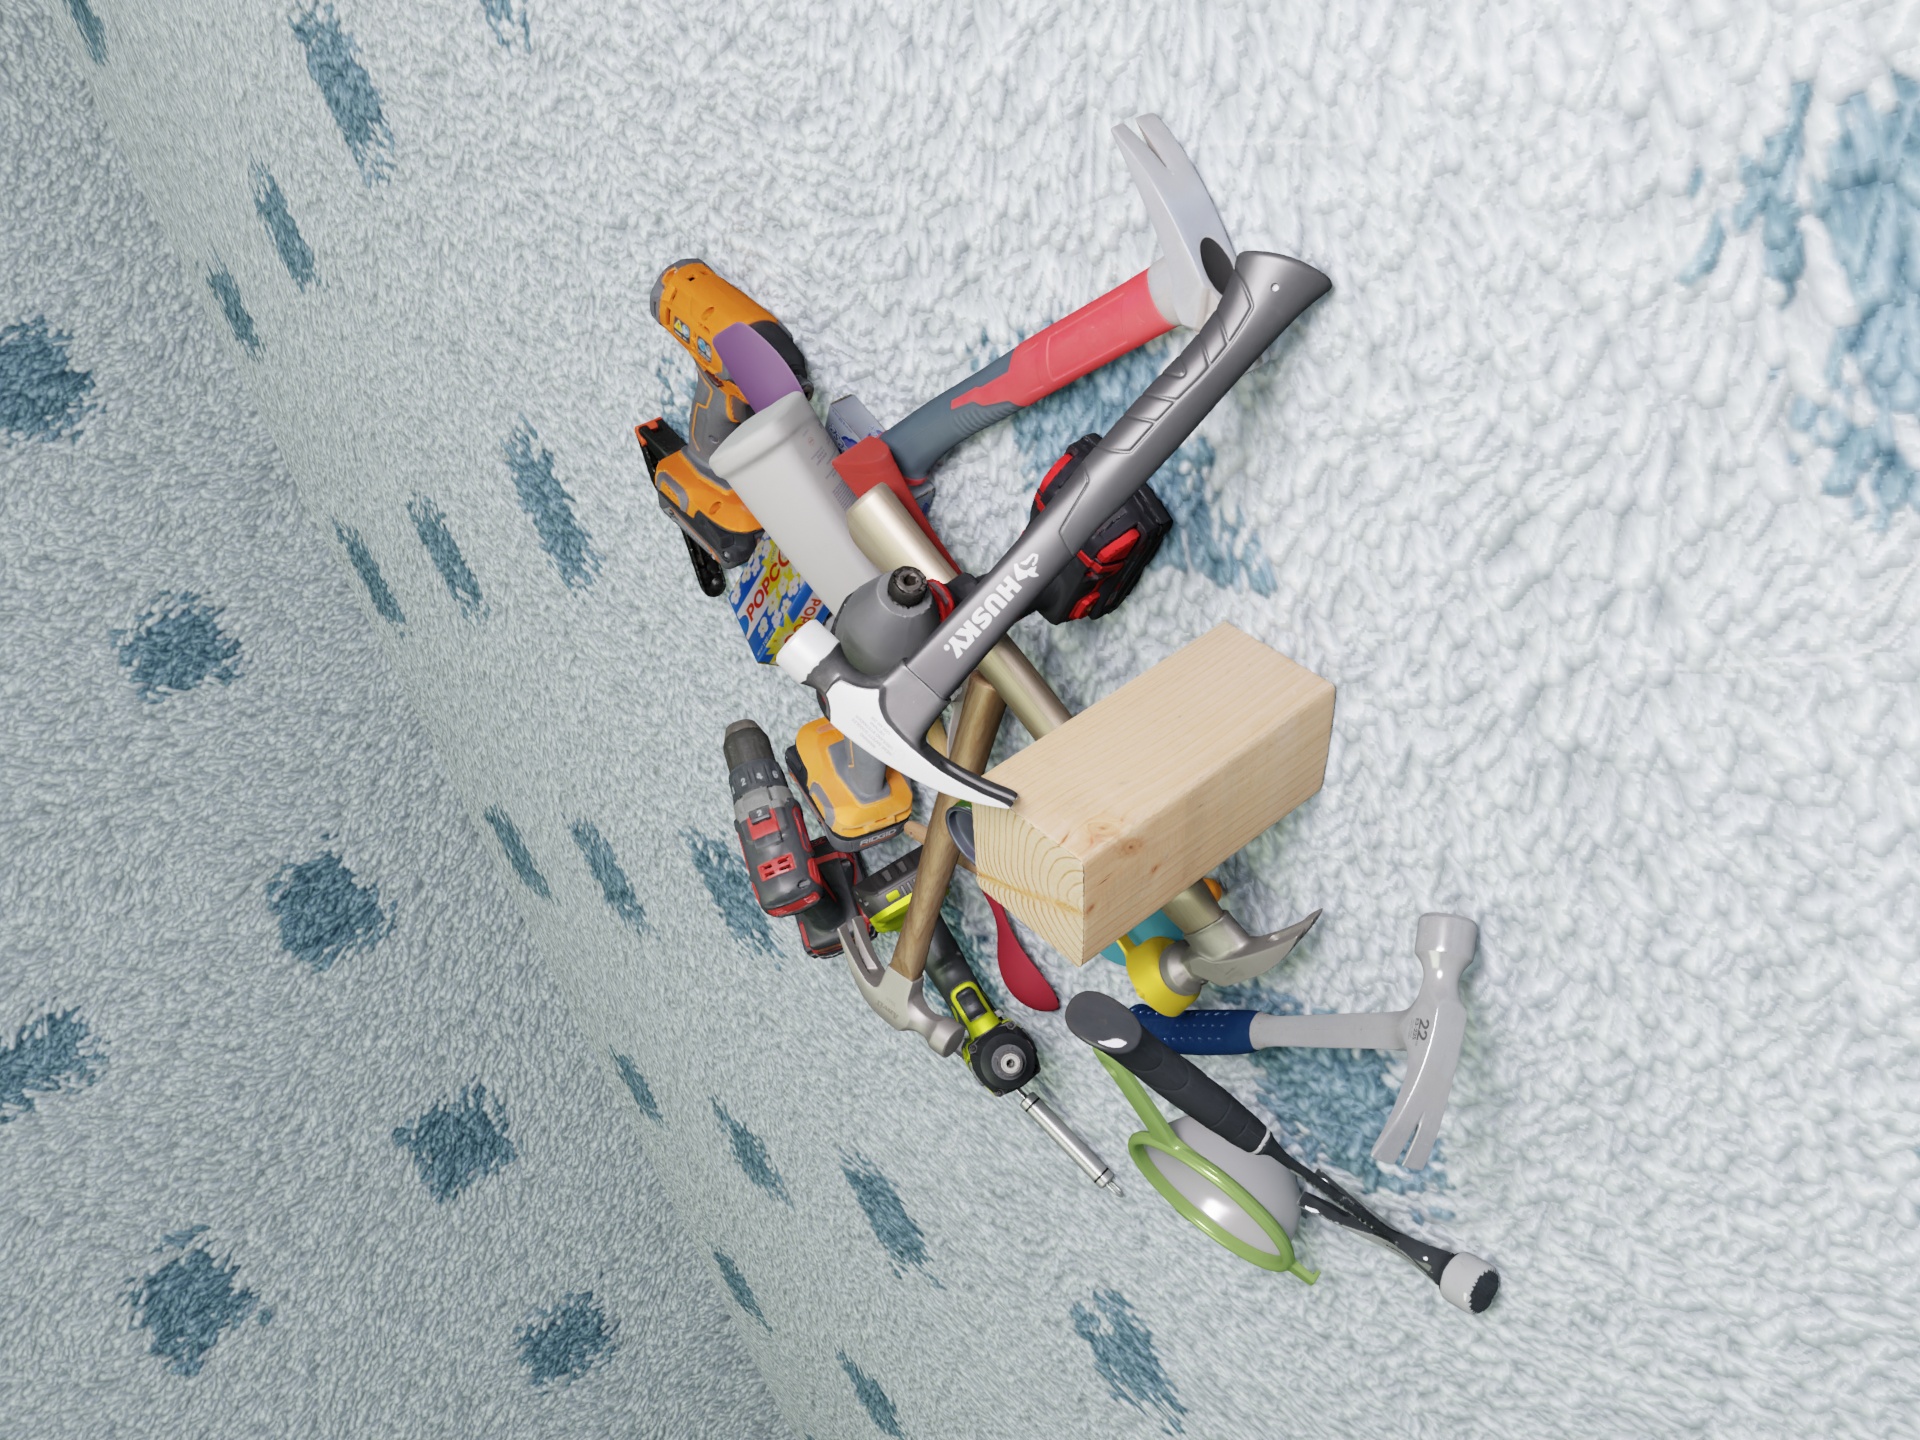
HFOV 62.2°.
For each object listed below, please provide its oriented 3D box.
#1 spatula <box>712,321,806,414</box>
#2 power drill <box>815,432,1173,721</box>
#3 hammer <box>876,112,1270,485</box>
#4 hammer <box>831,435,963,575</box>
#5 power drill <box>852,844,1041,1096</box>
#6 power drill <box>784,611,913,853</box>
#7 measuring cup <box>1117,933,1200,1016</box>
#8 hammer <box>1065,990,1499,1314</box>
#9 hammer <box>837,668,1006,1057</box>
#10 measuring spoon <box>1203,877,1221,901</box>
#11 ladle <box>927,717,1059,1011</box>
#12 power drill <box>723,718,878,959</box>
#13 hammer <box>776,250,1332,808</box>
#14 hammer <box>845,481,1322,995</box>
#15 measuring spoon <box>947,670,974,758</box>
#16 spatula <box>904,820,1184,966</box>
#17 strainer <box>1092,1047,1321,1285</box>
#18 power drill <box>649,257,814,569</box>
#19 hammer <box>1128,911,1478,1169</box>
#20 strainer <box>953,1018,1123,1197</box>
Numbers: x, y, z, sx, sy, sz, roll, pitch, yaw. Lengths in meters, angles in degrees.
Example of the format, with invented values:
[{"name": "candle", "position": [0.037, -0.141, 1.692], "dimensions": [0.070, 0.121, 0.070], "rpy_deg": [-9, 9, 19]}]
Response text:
[{"name": "spatula", "position": [-0.085, -0.161, 1.203], "dimensions": [0.060, 0.018, 0.315], "rpy_deg": [-13, 117, 46]}, {"name": "power drill", "position": [0.016, -0.081, 0.956], "dimensions": [0.079, 0.219, 0.143], "rpy_deg": [51, 152, 14]}, {"name": "hammer", "position": [0.034, -0.227, 0.980], "dimensions": [0.386, 0.038, 0.143], "rpy_deg": [-12, 106, 61]}, {"name": "hammer", "position": [0.023, -0.043, 1.139], "dimensions": [0.359, 0.037, 0.149], "rpy_deg": [54, 153, -7]}, {"name": "power drill", "position": [-0.006, 0.224, 1.403], "dimensions": [0.223, 0.080, 0.171], "rpy_deg": [59, 173, 5]}, {"name": "power drill", "position": [-0.096, -0.017, 1.352], "dimensions": [0.186, 0.084, 0.226], "rpy_deg": [56, 151, 30]}, {"name": "measuring cup", "position": [0.121, 0.142, 1.154], "dimensions": [0.029, 0.062, 0.156], "rpy_deg": [-41, 78, 28]}, {"name": "hammer", "position": [0.194, 0.268, 1.008], "dimensions": [0.408, 0.036, 0.149], "rpy_deg": [41, 167, -36]}, {"name": "hammer", "position": [-0.019, 0.109, 1.276], "dimensions": [0.130, 0.031, 0.331], "rpy_deg": [30, 119, 26]}, {"name": "measuring spoon", "position": [0.151, 0.113, 1.155], "dimensions": [0.117, 0.011, 0.021], "rpy_deg": [13, 110, 58]}, {"name": "ladle", "position": [0.018, 0.120, 1.362], "dimensions": [0.069, 0.031, 0.315], "rpy_deg": [12, 126, 59]}, {"name": "power drill", "position": [-0.155, 0.114, 1.482], "dimensions": [0.226, 0.080, 0.188], "rpy_deg": [61, -173, -63]}, {"name": "hammer", "position": [0.063, -0.102, 0.816], "dimensions": [0.146, 0.334, 0.035], "rpy_deg": [43, -167, 0]}, {"name": "hammer", "position": [0.070, 0.006, 1.058], "dimensions": [0.410, 0.038, 0.146], "rpy_deg": [51, 145, -1]}, {"name": "measuring spoon", "position": [-0.002, -0.004, 1.274], "dimensions": [0.124, 0.034, 0.018], "rpy_deg": [94, 159, -54]}, {"name": "spatula", "position": [0.060, 0.130, 1.275], "dimensions": [0.318, 0.044, 0.082], "rpy_deg": [23, 133, 48]}, {"name": "strainer", "position": [0.180, 0.308, 1.197], "dimensions": [0.151, 0.069, 0.256], "rpy_deg": [10, 140, 55]}, {"name": "power drill", "position": [-0.179, -0.235, 1.279], "dimensions": [0.164, 0.084, 0.226], "rpy_deg": [42, 144, 27]}, {"name": "hammer", "position": [0.206, 0.216, 1.077], "dimensions": [0.035, 0.144, 0.405], "rpy_deg": [18, 164, -15]}, {"name": "strainer", "position": [0.061, 0.353, 1.504], "dimensions": [0.258, 0.050, 0.087], "rpy_deg": [44, -172, 14]}]
